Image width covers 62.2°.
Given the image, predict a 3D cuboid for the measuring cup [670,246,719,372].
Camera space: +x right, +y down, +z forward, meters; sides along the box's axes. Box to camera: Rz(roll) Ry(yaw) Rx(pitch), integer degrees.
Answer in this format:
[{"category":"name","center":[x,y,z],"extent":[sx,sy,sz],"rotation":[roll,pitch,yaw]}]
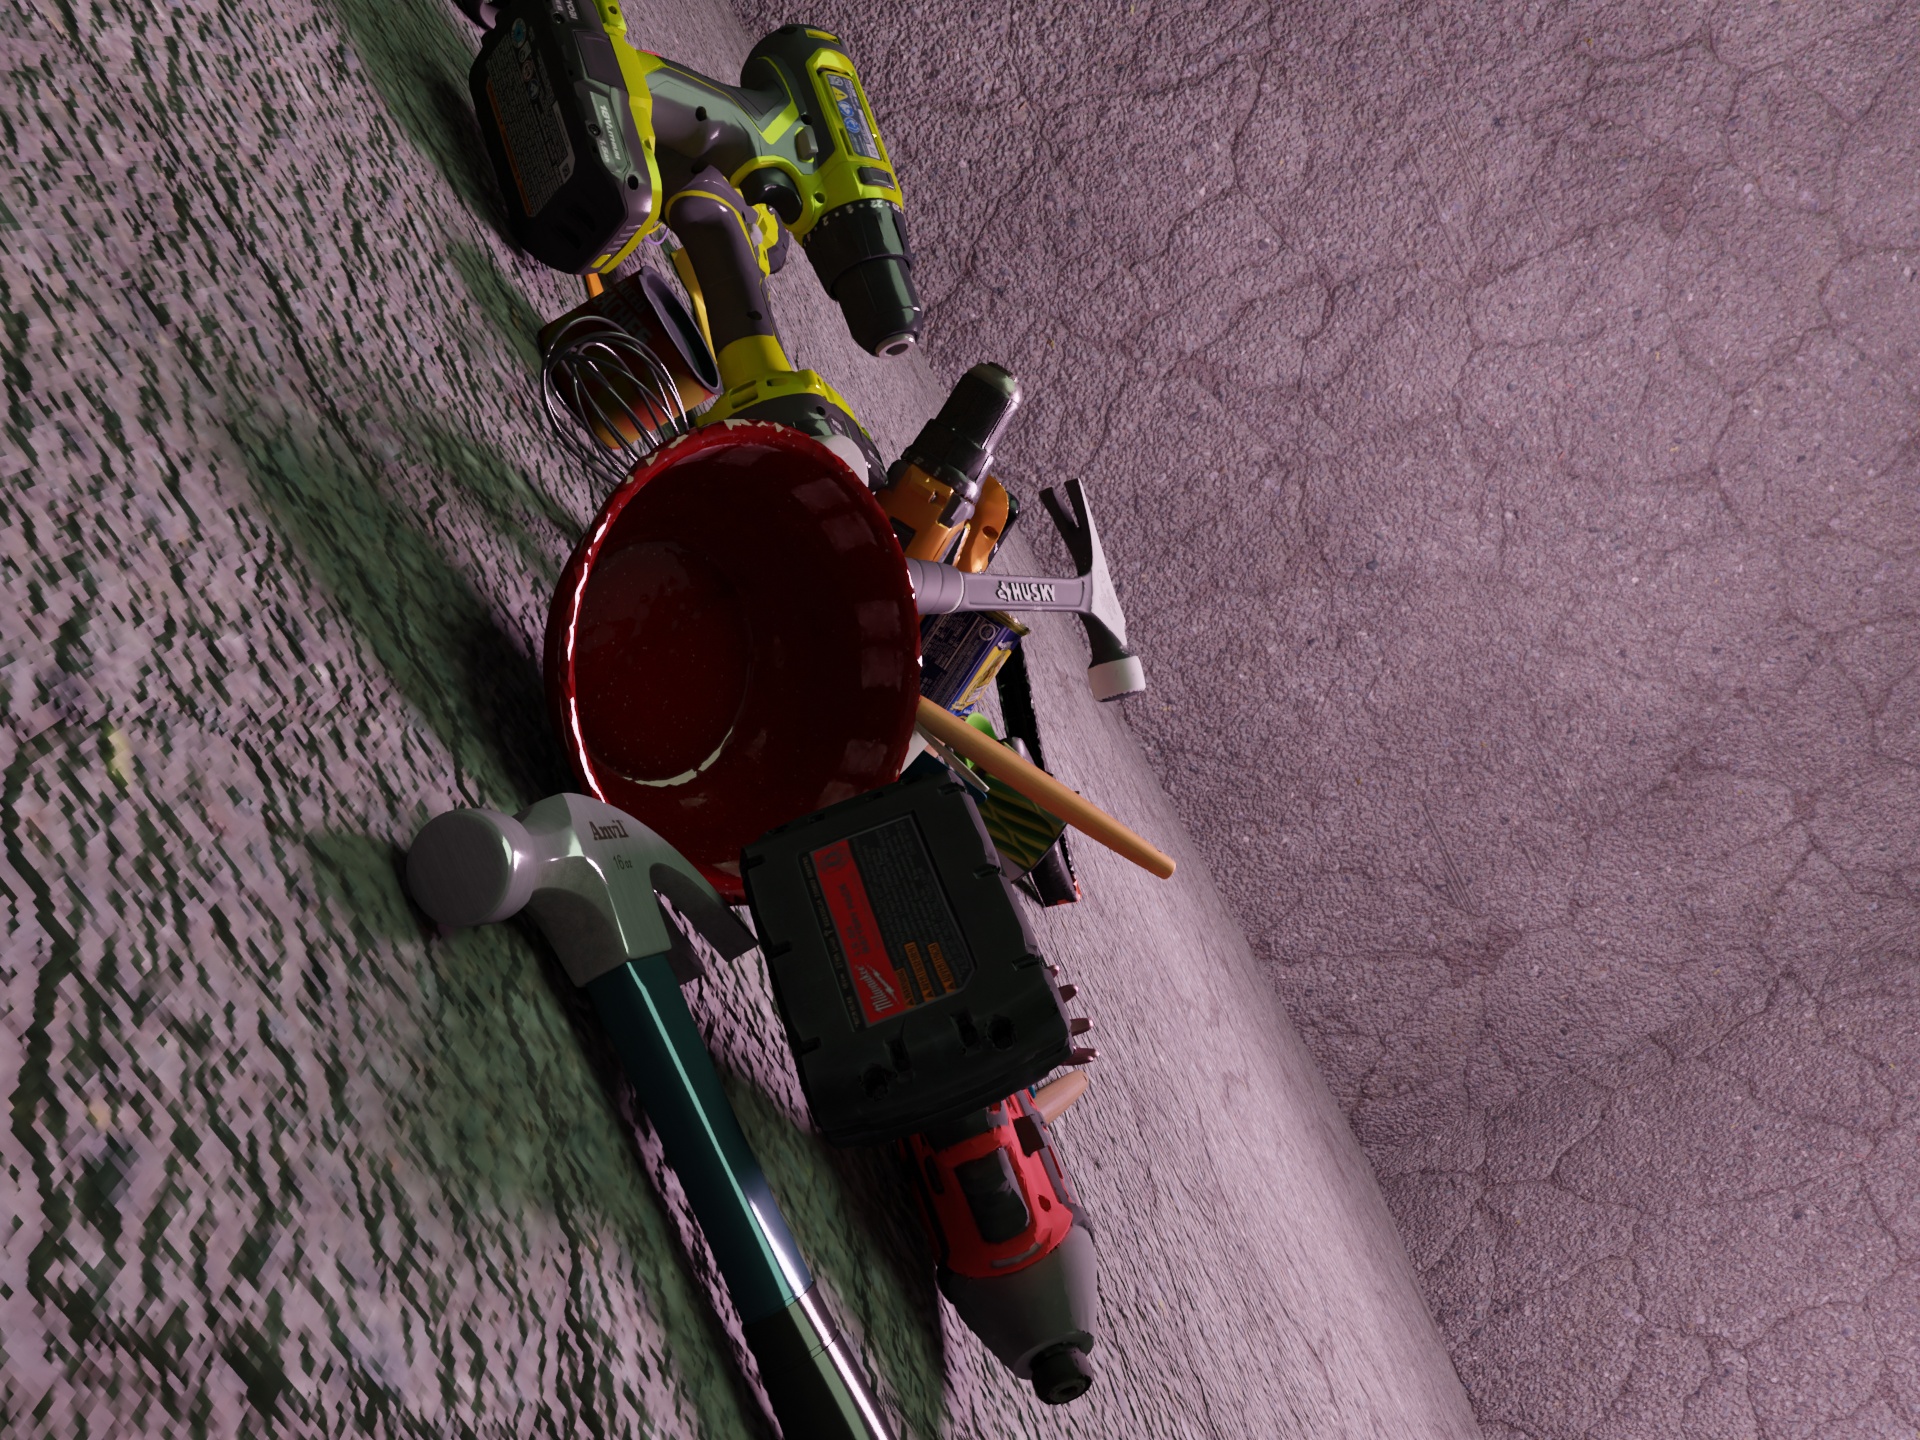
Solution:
[{"category":"measuring cup","center":[-0.164,-0.279,1.086],"extent":[0.062,0.029,0.157],"rotation":[54,11,-43]}]

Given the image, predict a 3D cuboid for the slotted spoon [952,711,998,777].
[{"category":"slotted spoon","center":[0.007,0.070,1.035],"extent":[0.314,0.031,0.070],"rotation":[-84,156,-70]}]

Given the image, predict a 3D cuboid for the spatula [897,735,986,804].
[{"category":"spatula","center":[-0.018,0.014,1.000],"extent":[0.082,0.044,0.317],"rotation":[34,8,0]}]

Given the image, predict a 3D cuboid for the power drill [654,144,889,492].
[{"category":"power drill","center":[-0.121,-0.236,0.953],"extent":[0.171,0.080,0.223],"rotation":[22,48,-73]}]

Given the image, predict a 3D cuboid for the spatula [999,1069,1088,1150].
[{"category":"spatula","center":[0.034,0.203,0.821],"extent":[0.060,0.018,0.315],"rotation":[61,10,12]}]

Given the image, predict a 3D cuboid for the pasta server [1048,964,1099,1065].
[{"category":"pasta server","center":[-0.013,0.091,0.831],"extent":[0.315,0.040,0.060],"rotation":[54,17,-37]}]

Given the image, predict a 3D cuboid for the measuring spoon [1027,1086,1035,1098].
[{"category":"measuring spoon","center":[0.000,0.141,0.794],"extent":[0.128,0.021,0.042],"rotation":[61,-14,-10]}]

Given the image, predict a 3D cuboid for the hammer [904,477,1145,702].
[{"category":"hammer","center":[0.002,-0.079,0.905],"extent":[0.408,0.036,0.149],"rotation":[-5,80,-62]}]

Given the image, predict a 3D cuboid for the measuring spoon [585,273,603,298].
[{"category":"measuring spoon","center":[-0.187,-0.220,0.848],"extent":[0.021,0.011,0.117],"rotation":[47,18,-59]}]

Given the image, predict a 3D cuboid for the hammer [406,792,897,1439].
[{"category":"hammer","center":[-0.045,0.172,0.434],"extent":[0.331,0.033,0.128],"rotation":[64,10,7]}]

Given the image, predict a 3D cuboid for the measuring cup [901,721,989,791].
[{"category":"measuring cup","center":[-0.035,0.013,0.762],"extent":[0.083,0.038,0.168],"rotation":[43,-3,-32]}]

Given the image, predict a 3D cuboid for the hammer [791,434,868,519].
[{"category":"hammer","center":[-0.045,0.027,0.694],"extent":[0.031,0.130,0.331],"rotation":[-47,128,-37]}]

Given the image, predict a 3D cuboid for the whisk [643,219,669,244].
[{"category":"whisk","center":[-0.204,-0.320,0.955],"extent":[0.051,0.047,0.245],"rotation":[62,12,-12]}]

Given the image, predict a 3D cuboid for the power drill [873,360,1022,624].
[{"category":"power drill","center":[-0.013,-0.144,1.076],"extent":[0.084,0.185,0.226],"rotation":[32,6,4]}]

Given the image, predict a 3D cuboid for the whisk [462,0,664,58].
[{"category":"whisk","center":[-0.235,-0.418,1.022],"extent":[0.073,0.073,0.296],"rotation":[63,14,2]}]

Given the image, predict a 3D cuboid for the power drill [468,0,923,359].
[{"category":"power drill","center":[-0.121,-0.283,0.831],"extent":[0.228,0.080,0.191],"rotation":[-9,75,-46]}]

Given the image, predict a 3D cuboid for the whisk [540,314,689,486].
[{"category":"whisk","center":[-0.123,-0.096,0.744],"extent":[0.238,0.055,0.055],"rotation":[58,9,-52]}]

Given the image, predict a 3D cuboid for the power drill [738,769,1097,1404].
[{"category":"power drill","center":[0.000,0.135,0.547],"extent":[0.219,0.078,0.143],"rotation":[74,-6,-46]}]

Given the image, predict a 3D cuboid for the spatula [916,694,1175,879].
[{"category":"spatula","center":[-0.001,-0.003,0.895],"extent":[0.322,0.041,0.081],"rotation":[33,3,-16]}]
